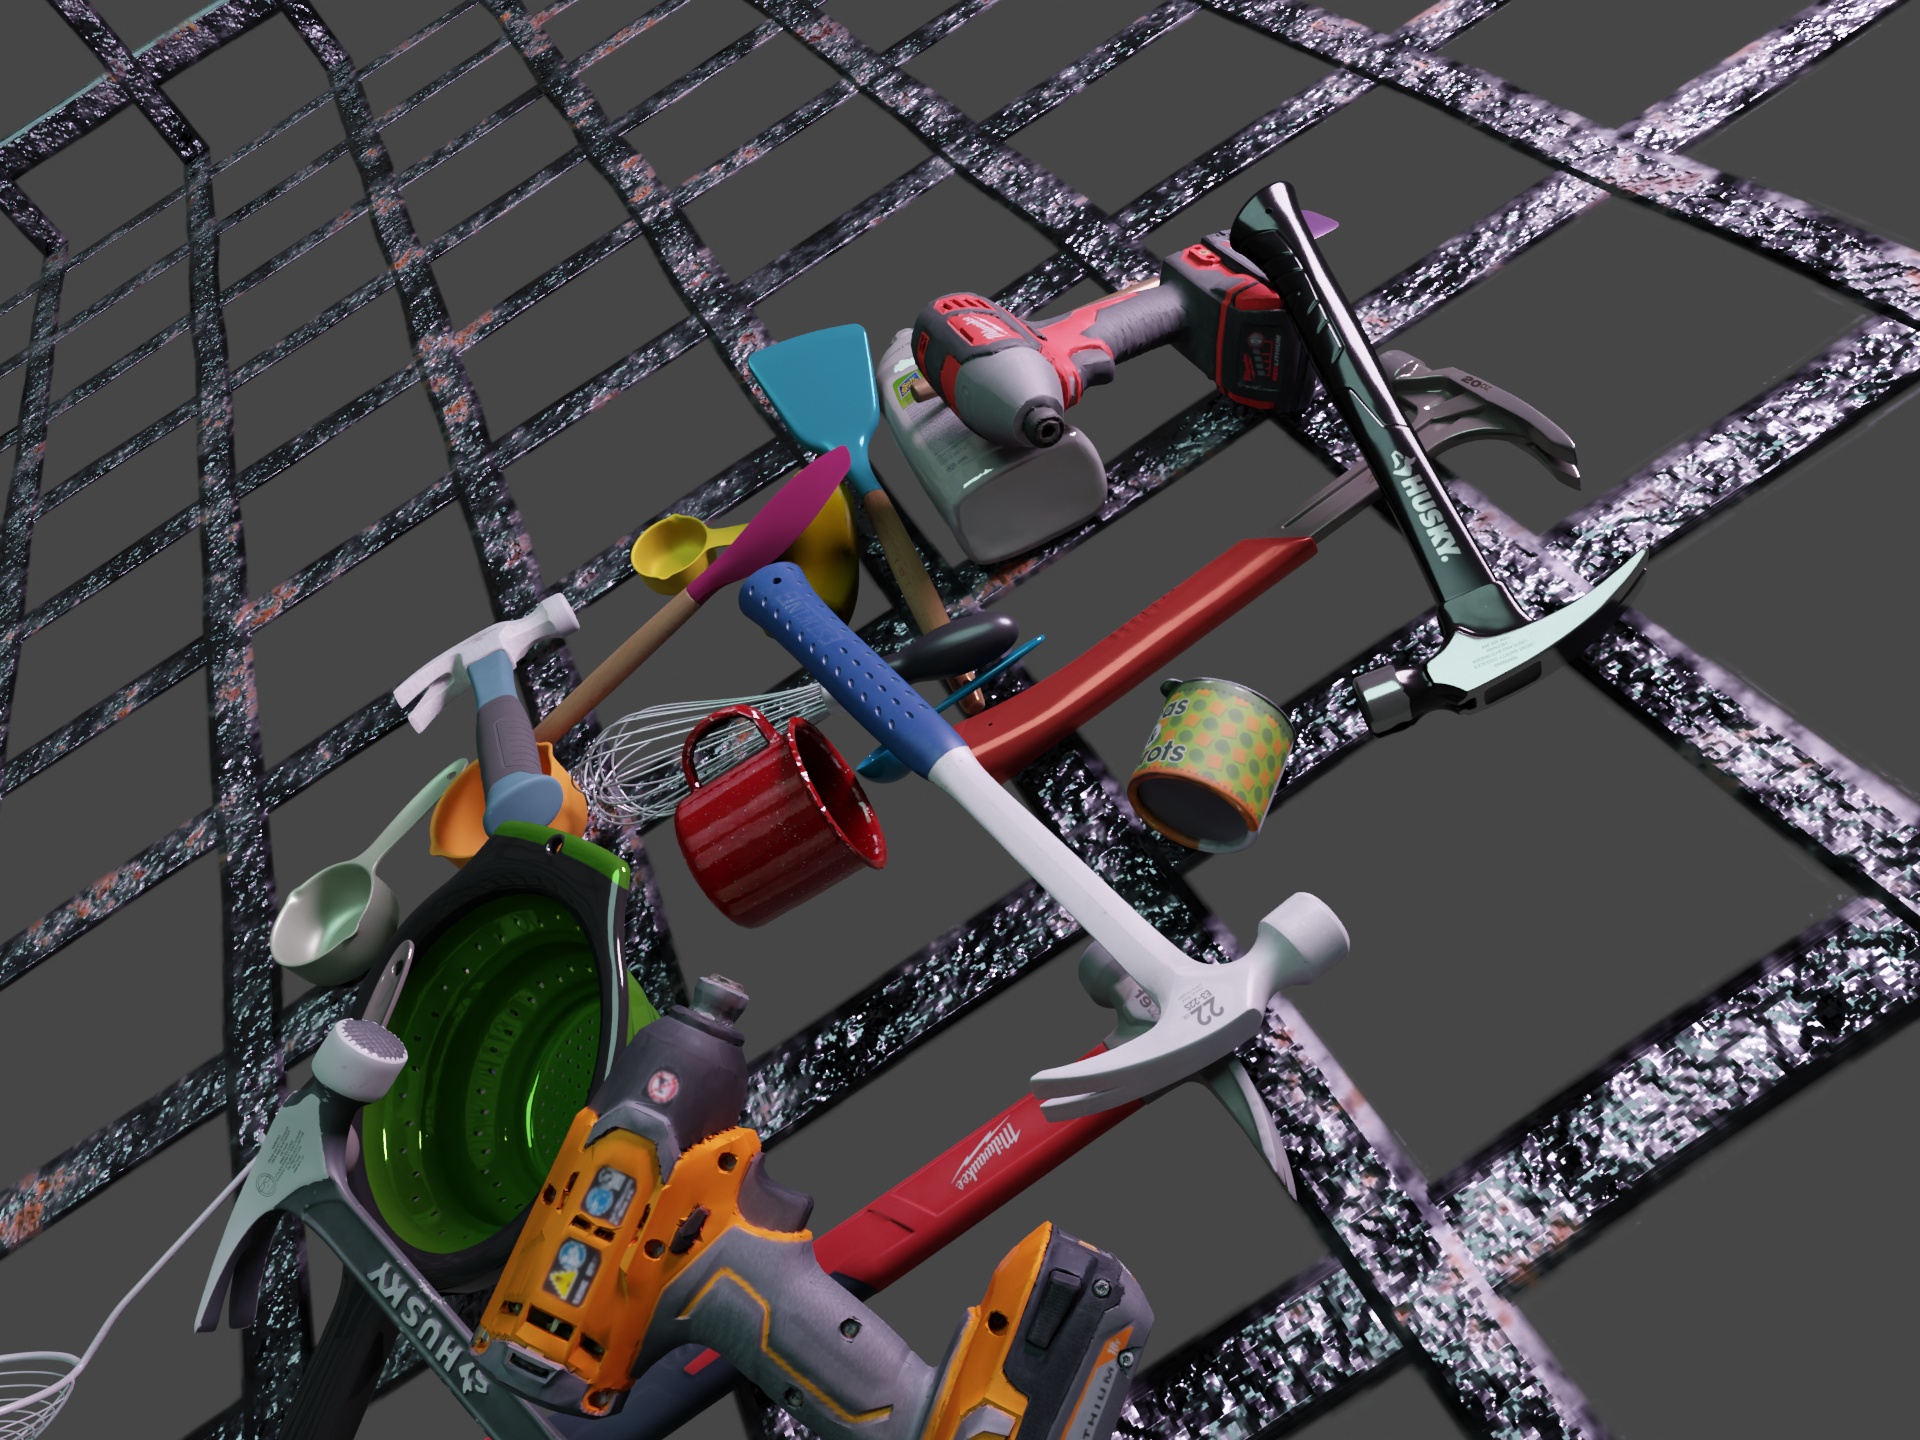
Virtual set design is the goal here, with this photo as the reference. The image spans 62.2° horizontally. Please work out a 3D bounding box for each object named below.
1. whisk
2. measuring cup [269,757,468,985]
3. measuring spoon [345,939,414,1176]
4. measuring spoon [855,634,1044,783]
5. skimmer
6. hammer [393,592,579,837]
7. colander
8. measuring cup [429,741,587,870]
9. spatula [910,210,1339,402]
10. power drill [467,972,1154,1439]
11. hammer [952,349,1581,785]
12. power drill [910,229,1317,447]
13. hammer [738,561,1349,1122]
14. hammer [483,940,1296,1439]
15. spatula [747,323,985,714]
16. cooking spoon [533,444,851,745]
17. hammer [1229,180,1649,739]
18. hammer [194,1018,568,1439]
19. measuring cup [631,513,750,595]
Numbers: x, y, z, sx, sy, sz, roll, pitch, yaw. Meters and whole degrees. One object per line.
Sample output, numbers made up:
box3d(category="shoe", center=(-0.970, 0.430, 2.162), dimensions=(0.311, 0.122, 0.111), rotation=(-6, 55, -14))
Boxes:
box3d(category="whisk", center=(-0.098, -0.005, 0.911), dimensions=(0.284, 0.070, 0.070), rotation=(-21, 44, 15))
box3d(category="measuring cup", center=(-0.361, 0.096, 1.006), dimensions=(0.083, 0.038, 0.168), rotation=(16, 59, 40))
box3d(category="measuring spoon", center=(-0.286, 0.167, 0.772), dimensions=(0.034, 0.018, 0.124), rotation=(-7, 57, 39))
box3d(category="measuring spoon", center=(-0.001, -0.003, 0.880), dimensions=(0.128, 0.021, 0.042), rotation=(-36, 7, 7))
box3d(category="skimmer", center=(-0.443, 0.260, 0.863), dimensions=(0.363, 0.090, 0.127), rotation=(-49, 13, -20))
box3d(category="hammer", center=(-0.280, -0.002, 0.974), dimensions=(0.128, 0.033, 0.331), rotation=(-28, 25, -9))
box3d(category="colander", center=(-0.238, 0.251, 0.765), dimensions=(0.205, 0.094, 0.397), rotation=(13, 77, 40))
box3d(category="measuring cup", center=(-0.246, 0.078, 0.943), dimensions=(0.095, 0.052, 0.174), rotation=(-45, 45, -13))
box3d(category="spatula", center=(0.106, -0.272, 1.032), dimensions=(0.316, 0.018, 0.060), rotation=(-27, 39, -16))
box3d(category="power drill", center=(-0.048, 0.204, 0.592), dimensions=(0.226, 0.084, 0.164), rotation=(22, 78, 7))
box3d(category="hammer", center=(0.147, -0.068, 0.852), dimensions=(0.359, 0.036, 0.149), rotation=(-36, 42, -4))
box3d(category="power drill", center=(0.094, -0.215, 0.929), dimensions=(0.219, 0.078, 0.143), rotation=(-15, 39, -16))
box3d(category="hammer", center=(-0.005, 0.030, 0.778), dimensions=(0.144, 0.035, 0.406), rotation=(-34, 46, -14))
box3d(category="hammer", center=(-0.046, 0.246, 0.676), dimensions=(0.386, 0.038, 0.143), rotation=(-35, 44, -2))
box3d(category="spatula", center=(-0.048, -0.128, 0.981), dimensions=(0.082, 0.044, 0.318), rotation=(-18, 53, -10))
box3d(category="cooking spoon", center=(-0.185, -0.062, 0.999), dimensions=(0.319, 0.017, 0.069), rotation=(-41, 31, 15))
box3d(category="hammer", center=(0.219, -0.157, 0.819), dimensions=(0.146, 0.035, 0.335), rotation=(-22, 60, 9))
box3d(category="hammer", center=(-0.169, 0.296, 0.630), dimensions=(0.409, 0.036, 0.149), rotation=(34, 93, 29))
box3d(category="measuring cup", center=(-0.148, -0.118, 1.091), dimensions=(0.156, 0.029, 0.062), rotation=(-7, 52, 9))
